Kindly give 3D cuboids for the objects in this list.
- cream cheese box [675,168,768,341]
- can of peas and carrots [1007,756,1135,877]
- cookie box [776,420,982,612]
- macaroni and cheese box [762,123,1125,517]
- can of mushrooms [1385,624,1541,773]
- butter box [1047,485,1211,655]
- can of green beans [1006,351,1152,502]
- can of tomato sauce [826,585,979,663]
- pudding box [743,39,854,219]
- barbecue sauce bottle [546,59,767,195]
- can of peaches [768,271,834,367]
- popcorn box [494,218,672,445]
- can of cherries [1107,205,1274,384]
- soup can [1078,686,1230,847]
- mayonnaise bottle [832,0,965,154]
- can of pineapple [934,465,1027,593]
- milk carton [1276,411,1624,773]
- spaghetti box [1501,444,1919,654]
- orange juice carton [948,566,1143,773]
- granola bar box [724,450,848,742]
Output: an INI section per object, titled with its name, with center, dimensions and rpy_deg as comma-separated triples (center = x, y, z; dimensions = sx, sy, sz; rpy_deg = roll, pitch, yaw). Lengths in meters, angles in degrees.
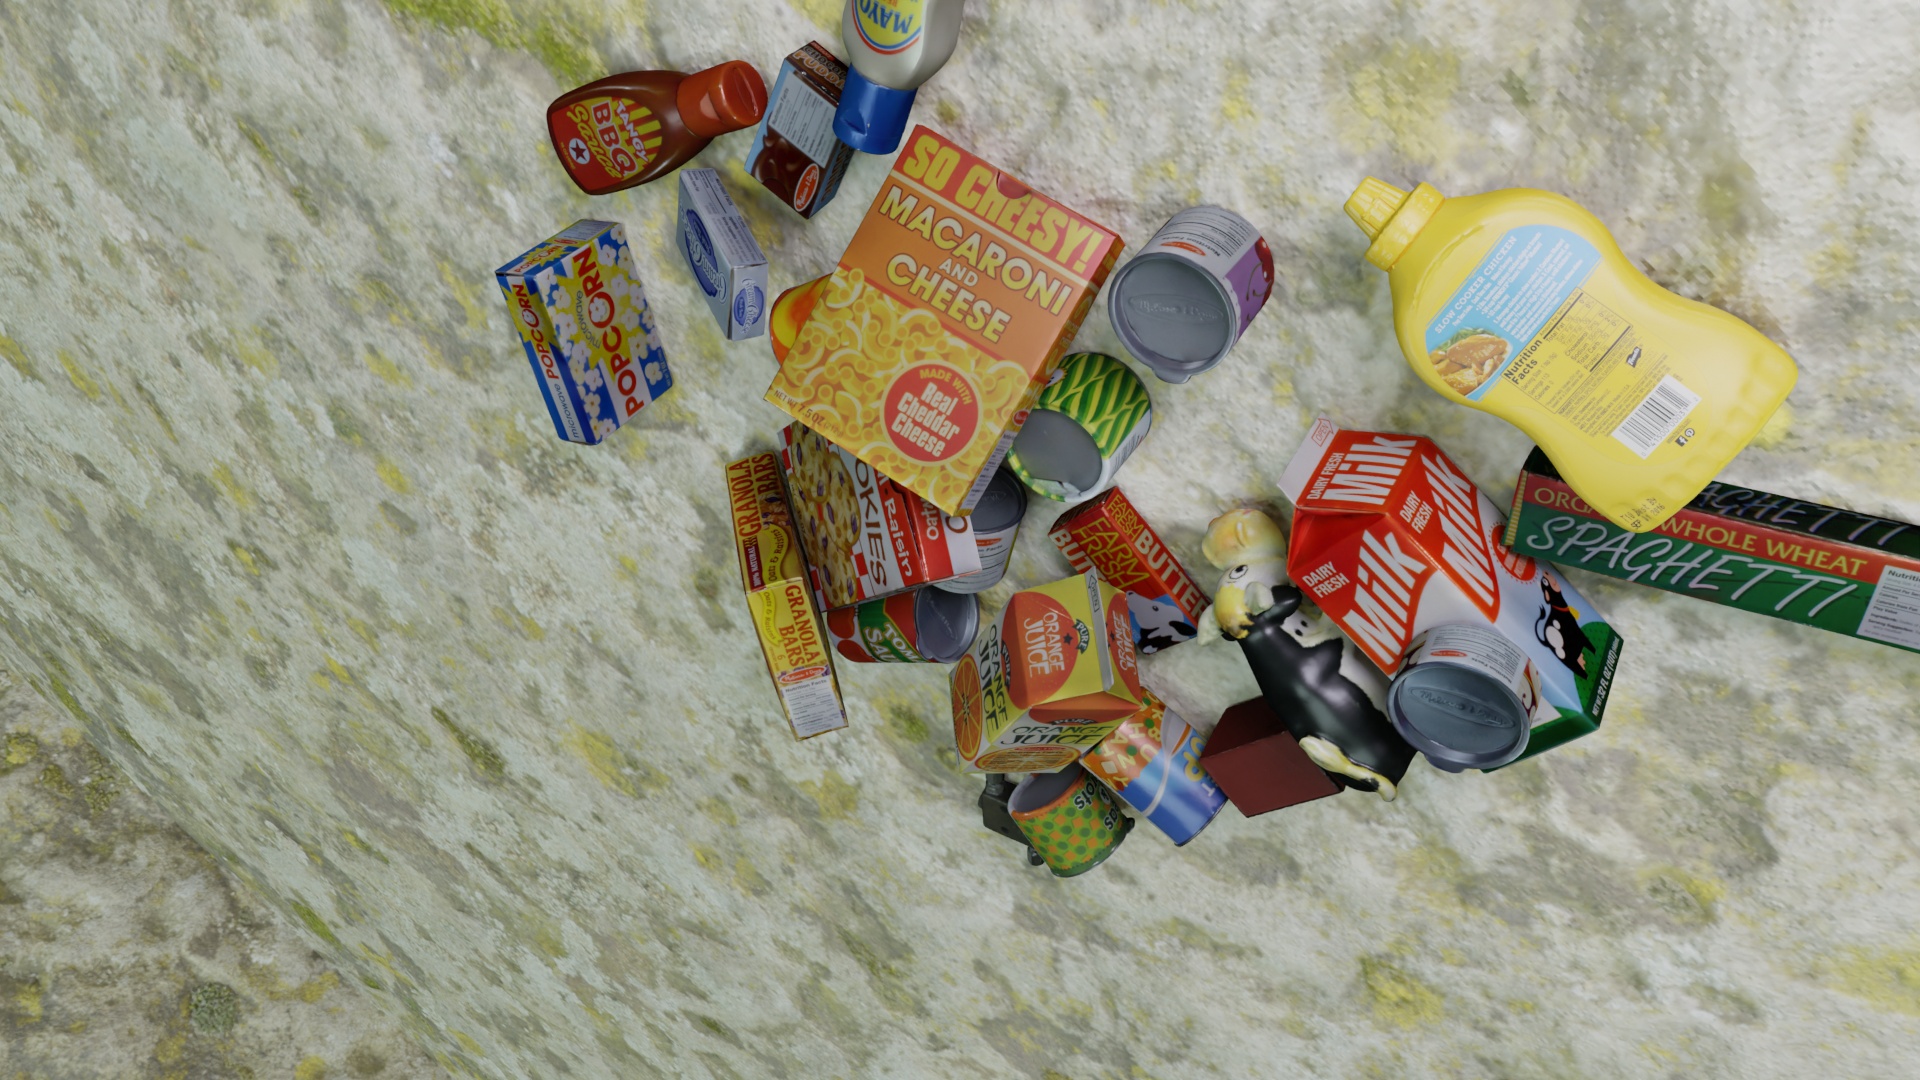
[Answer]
[cream cheese box]
center = -0.143, -0.171, 0.826
dimensions = 0.104, 0.024, 0.053
rpy_deg = 59, 151, 36
[can of peas and carrots]
center = 0.077, 0.192, 0.976
dimensions = 0.070, 0.071, 0.058
rpy_deg = -21, 110, 45
[cookie box]
center = -0.054, -0.027, 0.838
dimensions = 0.167, 0.040, 0.123
rpy_deg = -18, 85, 62
[macaroni and cheese box]
center = -0.009, -0.114, 0.729
dimensions = 0.124, 0.040, 0.166
rpy_deg = 32, 98, 11
[can of mushrooms]
center = 0.241, 0.076, 0.668
dimensions = 0.071, 0.034, 0.070
rpy_deg = 19, 134, 21
[butter box]
center = 0.104, 0.020, 0.840
dimensions = 0.103, 0.024, 0.053
rpy_deg = 51, 139, -10
[can of green beans]
center = 0.065, -0.063, 0.774
dimensions = 0.071, 0.058, 0.071
rpy_deg = 20, 134, 23
[can of tomato sauce]
center = -0.040, 0.052, 0.942
dimensions = 0.083, 0.071, 0.071
rpy_deg = -4, 121, 40
[pudding box]
center = -0.084, -0.226, 0.770
dimensions = 0.049, 0.030, 0.083
rpy_deg = 38, 139, 2
[barbecue sauce bottle]
center = -0.177, -0.246, 0.814
dimensions = 0.148, 0.044, 0.064
rpy_deg = -2, 121, 38
[can of peaches]
center = -0.069, -0.123, 0.817
dimensions = 0.058, 0.071, 0.071
rpy_deg = -12, 117, 41
[popcorn box]
center = -0.247, -0.138, 0.926
dimensions = 0.038, 0.085, 0.126
rpy_deg = 10, 129, 30
[can of cherries]
center = 0.114, -0.122, 0.688
dimensions = 0.071, 0.059, 0.071
rpy_deg = 19, 134, 22
[soup can]
center = 0.130, 0.143, 0.895
dimensions = 0.084, 0.072, 0.071
rpy_deg = 40, 138, 2
[mayonnaise bottle]
center = -0.026, -0.261, 0.674
dimensions = 0.065, 0.041, 0.147
rpy_deg = 35, 130, 13
[can of pineapple]
center = 0.003, -0.011, 0.861
dimensions = 0.071, 0.071, 0.057
rpy_deg = 29, 137, 14
[milk carton]
center = 0.237, 0.020, 0.704
dimensions = 0.190, 0.073, 0.073
rpy_deg = 44, 138, -4
[spaghetti box]
center = 0.378, 0.010, 0.622
dimensions = 0.250, 0.029, 0.050
rpy_deg = 17, 133, 26
[orange juice carton]
center = 0.054, 0.084, 0.847
dimensions = 0.073, 0.072, 0.191
rpy_deg = 2, 156, -16
[granola bar box]
center = -0.119, 0.034, 0.928
dimensions = 0.039, 0.166, 0.123
rpy_deg = -16, 124, -5
